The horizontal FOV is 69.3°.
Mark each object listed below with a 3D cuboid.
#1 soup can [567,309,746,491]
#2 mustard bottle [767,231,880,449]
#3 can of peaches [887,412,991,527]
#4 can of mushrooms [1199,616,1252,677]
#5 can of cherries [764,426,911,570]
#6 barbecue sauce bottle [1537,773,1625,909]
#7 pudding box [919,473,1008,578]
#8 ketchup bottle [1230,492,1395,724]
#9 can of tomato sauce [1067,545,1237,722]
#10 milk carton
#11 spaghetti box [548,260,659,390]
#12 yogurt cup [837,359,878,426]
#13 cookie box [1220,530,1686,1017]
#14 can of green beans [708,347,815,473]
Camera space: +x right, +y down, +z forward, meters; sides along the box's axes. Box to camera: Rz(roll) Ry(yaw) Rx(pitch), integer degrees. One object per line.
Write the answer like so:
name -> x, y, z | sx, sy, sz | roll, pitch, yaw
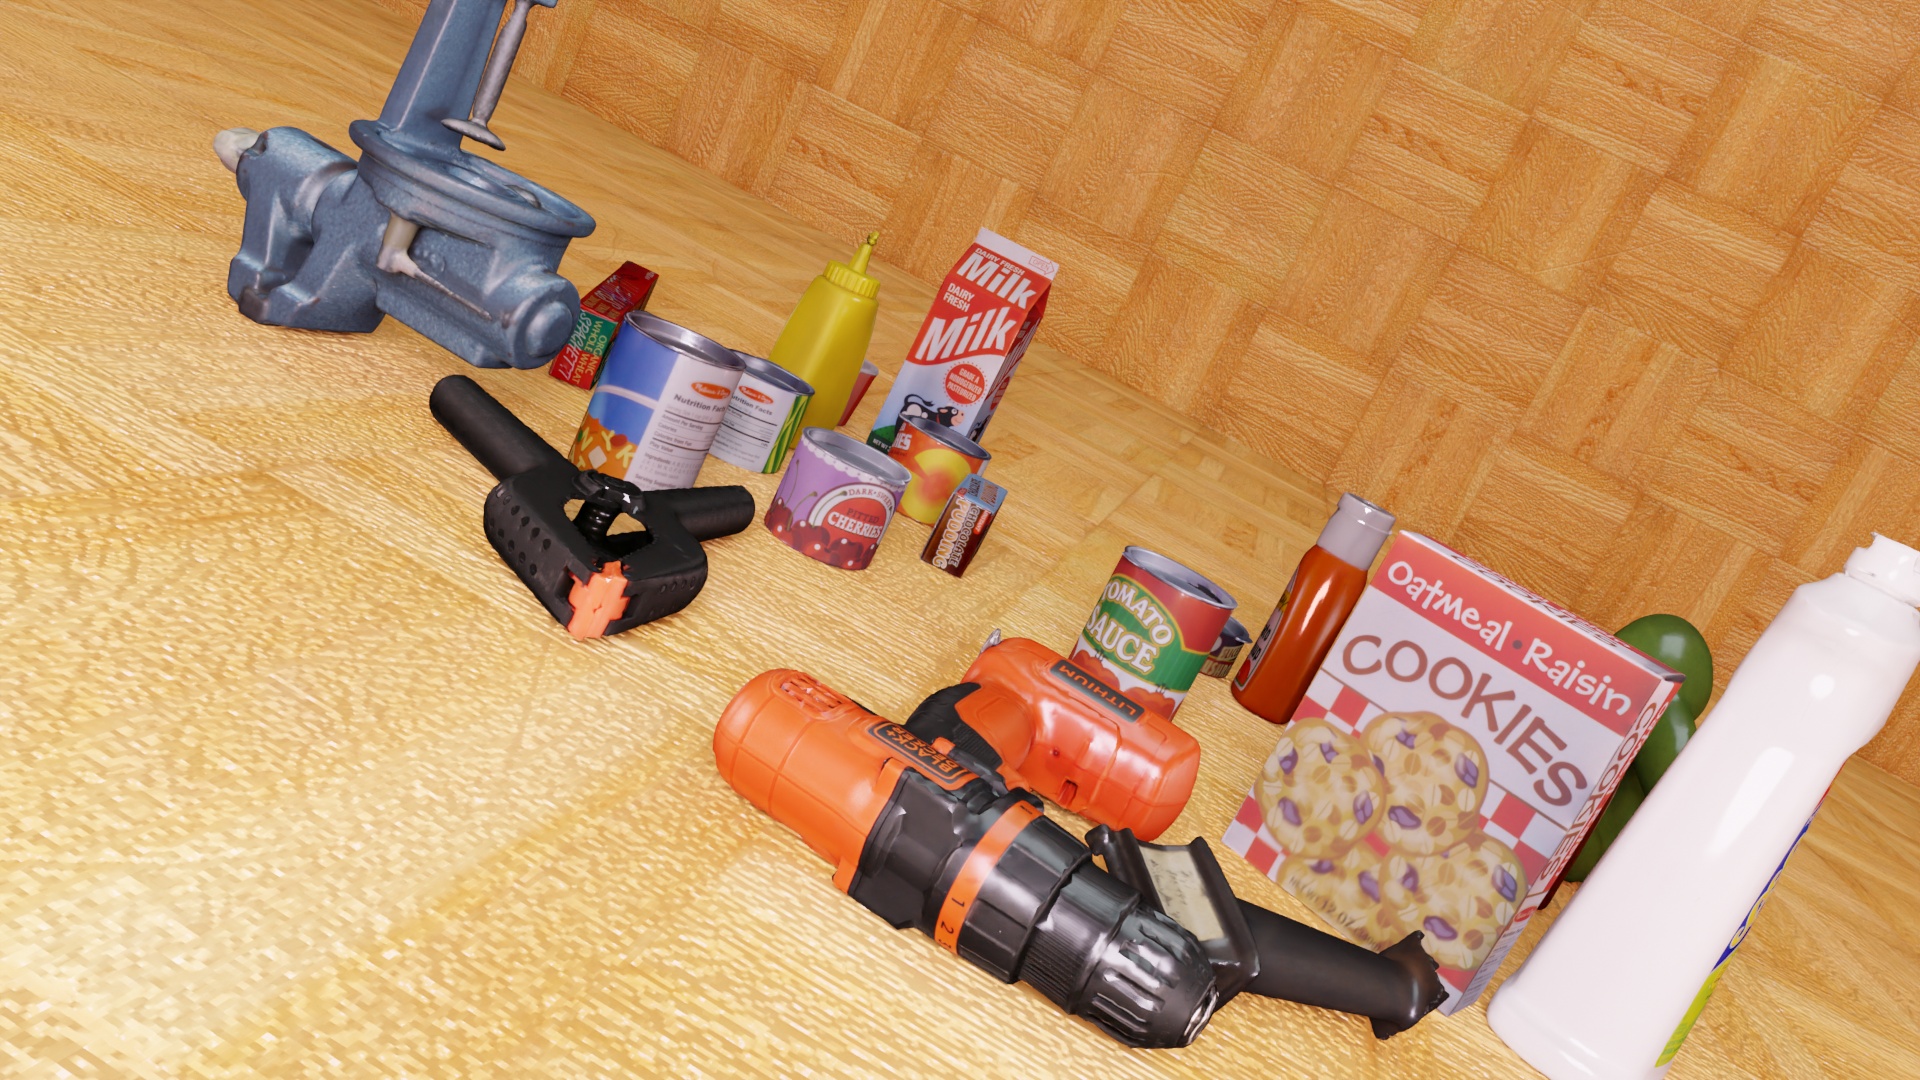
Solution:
soup can -> -0.160, -0.068, 0.722 | 0.071, 0.083, 0.071 | 25, 13, -6
mustard bottle -> -0.092, -0.141, 0.960 | 0.049, 0.159, 0.065 | 33, 14, 26
can of peaches -> -0.023, -0.048, 0.959 | 0.071, 0.058, 0.071 | 25, 13, -6
can of mushrooms -> 0.159, 0.063, 0.931 | 0.071, 0.033, 0.071 | 25, 13, -6
can of cherries -> -0.068, -0.022, 0.776 | 0.071, 0.058, 0.072 | 25, 13, -6
barbecue sauce bottle -> 0.339, 0.128, 0.773 | 0.044, 0.148, 0.065 | 25, 13, -7
pudding box -> 0.003, -0.011, 0.885 | 0.030, 0.049, 0.084 | 27, 13, 2
ketchup bottle -> 0.225, 0.042, 0.884 | 0.043, 0.148, 0.065 | 28, 13, 7
can of tomato sauce -> 0.098, 0.054, 0.742 | 0.071, 0.083, 0.071 | 25, 13, -6
milk carton -> 0.005, -0.146, 1.095 | 0.072, 0.190, 0.073 | 28, 13, 8
spaghetti box -> -0.243, -0.154, 0.963 | 0.029, 0.050, 0.251 | 23, 13, -13
yogurt cup -> -0.106, -0.127, 1.112 | 0.072, 0.053, 0.072 | 25, 13, -6
cookie box -> 0.208, 0.097, 0.603 | 0.123, 0.167, 0.040 | 36, 16, 35
can of green beans -> -0.134, -0.082, 0.879 | 0.071, 0.057, 0.071 | 25, 13, -6
